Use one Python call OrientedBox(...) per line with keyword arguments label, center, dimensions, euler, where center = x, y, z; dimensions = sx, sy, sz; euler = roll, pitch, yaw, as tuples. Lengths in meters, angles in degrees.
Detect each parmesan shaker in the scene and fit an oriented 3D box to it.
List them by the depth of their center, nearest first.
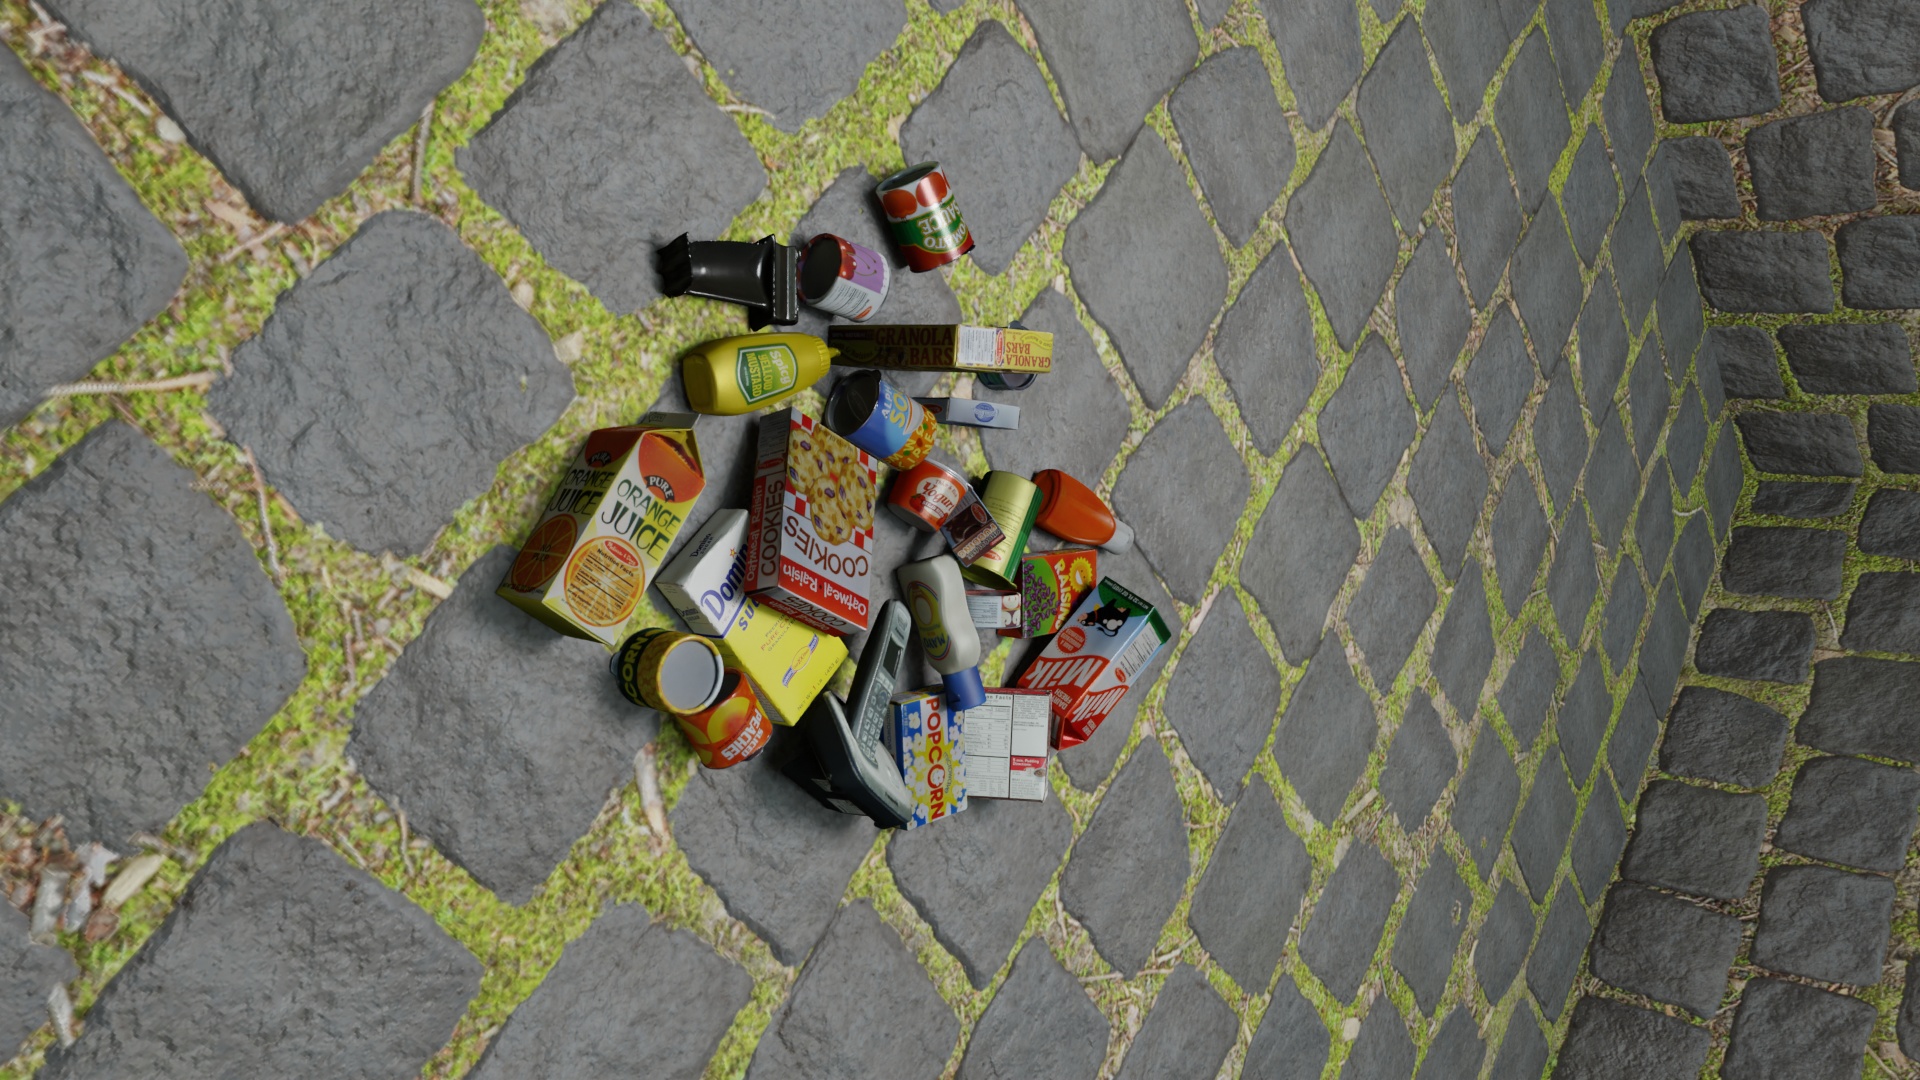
OrientedBox(label="parmesan shaker", center=(0.040, -0.009, 1.391), dimensions=(0.071, 0.071, 0.103), euler=(37, 66, -41))

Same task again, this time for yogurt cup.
OrientedBox(label="yogurt cup", center=(-0.034, -0.043, 1.319), dimensions=(0.072, 0.072, 0.054), euler=(39, 74, -40))

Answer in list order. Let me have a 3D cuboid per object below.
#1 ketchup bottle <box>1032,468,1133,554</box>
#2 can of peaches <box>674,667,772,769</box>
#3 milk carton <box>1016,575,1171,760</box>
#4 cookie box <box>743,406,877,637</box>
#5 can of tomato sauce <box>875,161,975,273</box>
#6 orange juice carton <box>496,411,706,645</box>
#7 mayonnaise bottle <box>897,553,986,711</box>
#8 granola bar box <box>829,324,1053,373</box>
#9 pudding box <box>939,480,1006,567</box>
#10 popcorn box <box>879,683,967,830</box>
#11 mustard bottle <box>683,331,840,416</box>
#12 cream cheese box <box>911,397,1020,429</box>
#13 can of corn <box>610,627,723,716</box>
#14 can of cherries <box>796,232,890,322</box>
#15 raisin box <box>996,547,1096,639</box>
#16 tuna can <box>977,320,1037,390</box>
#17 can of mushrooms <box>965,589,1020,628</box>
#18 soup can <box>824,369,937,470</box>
OrientedBox(label="ketchup bottle", center=(0.133, -0.024, 1.505), dimensions=(0.148, 0.043, 0.065), euler=(27, 75, -44))
OrientedBox(label="can of peaches", center=(-0.197, 0.148, 1.158), dimensions=(0.071, 0.071, 0.058), euler=(-42, 121, -35))
OrientedBox(label="milk carton", center=(0.129, 0.139, 1.458), dimensions=(0.191, 0.072, 0.073), euler=(-50, 144, -10))
OrientedBox(label="cookie box", center=(-0.127, -0.014, 1.200), dimensions=(0.123, 0.040, 0.168), euler=(32, 52, -49))
OrientedBox(label="can of tomato sauce", center=(-0.032, -0.302, 1.296), dimensions=(0.071, 0.071, 0.082), euler=(-45, 123, -34))
OrientedBox(label="orange juice carton", center=(-0.266, -0.021, 1.074), dimensions=(0.073, 0.072, 0.193), euler=(43, 63, -39))
OrientedBox(label="mayonnaise bottle", center=(-0.013, 0.089, 1.329), dimensions=(0.041, 0.064, 0.148), euler=(-19, 93, -42))
OrientedBox(label="granola bar box", center=(-0.019, -0.171, 1.251), dimensions=(0.124, 0.165, 0.039), euler=(-4, 98, -46))
OrientedBox(label="pudding box", center=(0.005, -0.017, 1.337), dimensions=(0.049, 0.084, 0.030), euler=(-36, 125, 2))
OrientedBox(label="popcorn box", center=(-0.037, 0.209, 1.351), dimensions=(0.085, 0.038, 0.126), euler=(-9, 99, -46))
OrientedBox(label="mustard bottle", center=(-0.161, -0.150, 1.190), dimensions=(0.161, 0.049, 0.065), euler=(-23, 111, -42))
OrientedBox(label="cream cheese box", center=(0.005, -0.125, 1.359), dimensions=(0.104, 0.053, 0.024), euler=(2, 94, -46))
OrientedBox(label="can of corn", center=(-0.237, 0.106, 1.123), dimensions=(0.071, 0.058, 0.071), euler=(-4, 96, -46))
OrientedBox(label="can of cherries", center=(-0.106, -0.234, 1.230), dimensions=(0.058, 0.071, 0.071), euler=(13, 84, -45))
OrientedBox(label="raisin box", center=(0.093, 0.054, 1.473), dimensions=(0.124, 0.040, 0.086), euler=(-5, 96, -46))
OrientedBox(label="tuna can", center=(0.047, -0.188, 1.412), dimensions=(0.071, 0.033, 0.071), euler=(-5, 96, -46))
OrientedBox(label="can of mushrooms", center=(0.028, 0.068, 1.389), dimensions=(0.071, 0.071, 0.033), euler=(-3, 95, -46))
OrientedBox(label="soup can", center=(-0.070, -0.111, 1.271), dimensions=(0.083, 0.071, 0.071), euler=(29, 72, -44))
